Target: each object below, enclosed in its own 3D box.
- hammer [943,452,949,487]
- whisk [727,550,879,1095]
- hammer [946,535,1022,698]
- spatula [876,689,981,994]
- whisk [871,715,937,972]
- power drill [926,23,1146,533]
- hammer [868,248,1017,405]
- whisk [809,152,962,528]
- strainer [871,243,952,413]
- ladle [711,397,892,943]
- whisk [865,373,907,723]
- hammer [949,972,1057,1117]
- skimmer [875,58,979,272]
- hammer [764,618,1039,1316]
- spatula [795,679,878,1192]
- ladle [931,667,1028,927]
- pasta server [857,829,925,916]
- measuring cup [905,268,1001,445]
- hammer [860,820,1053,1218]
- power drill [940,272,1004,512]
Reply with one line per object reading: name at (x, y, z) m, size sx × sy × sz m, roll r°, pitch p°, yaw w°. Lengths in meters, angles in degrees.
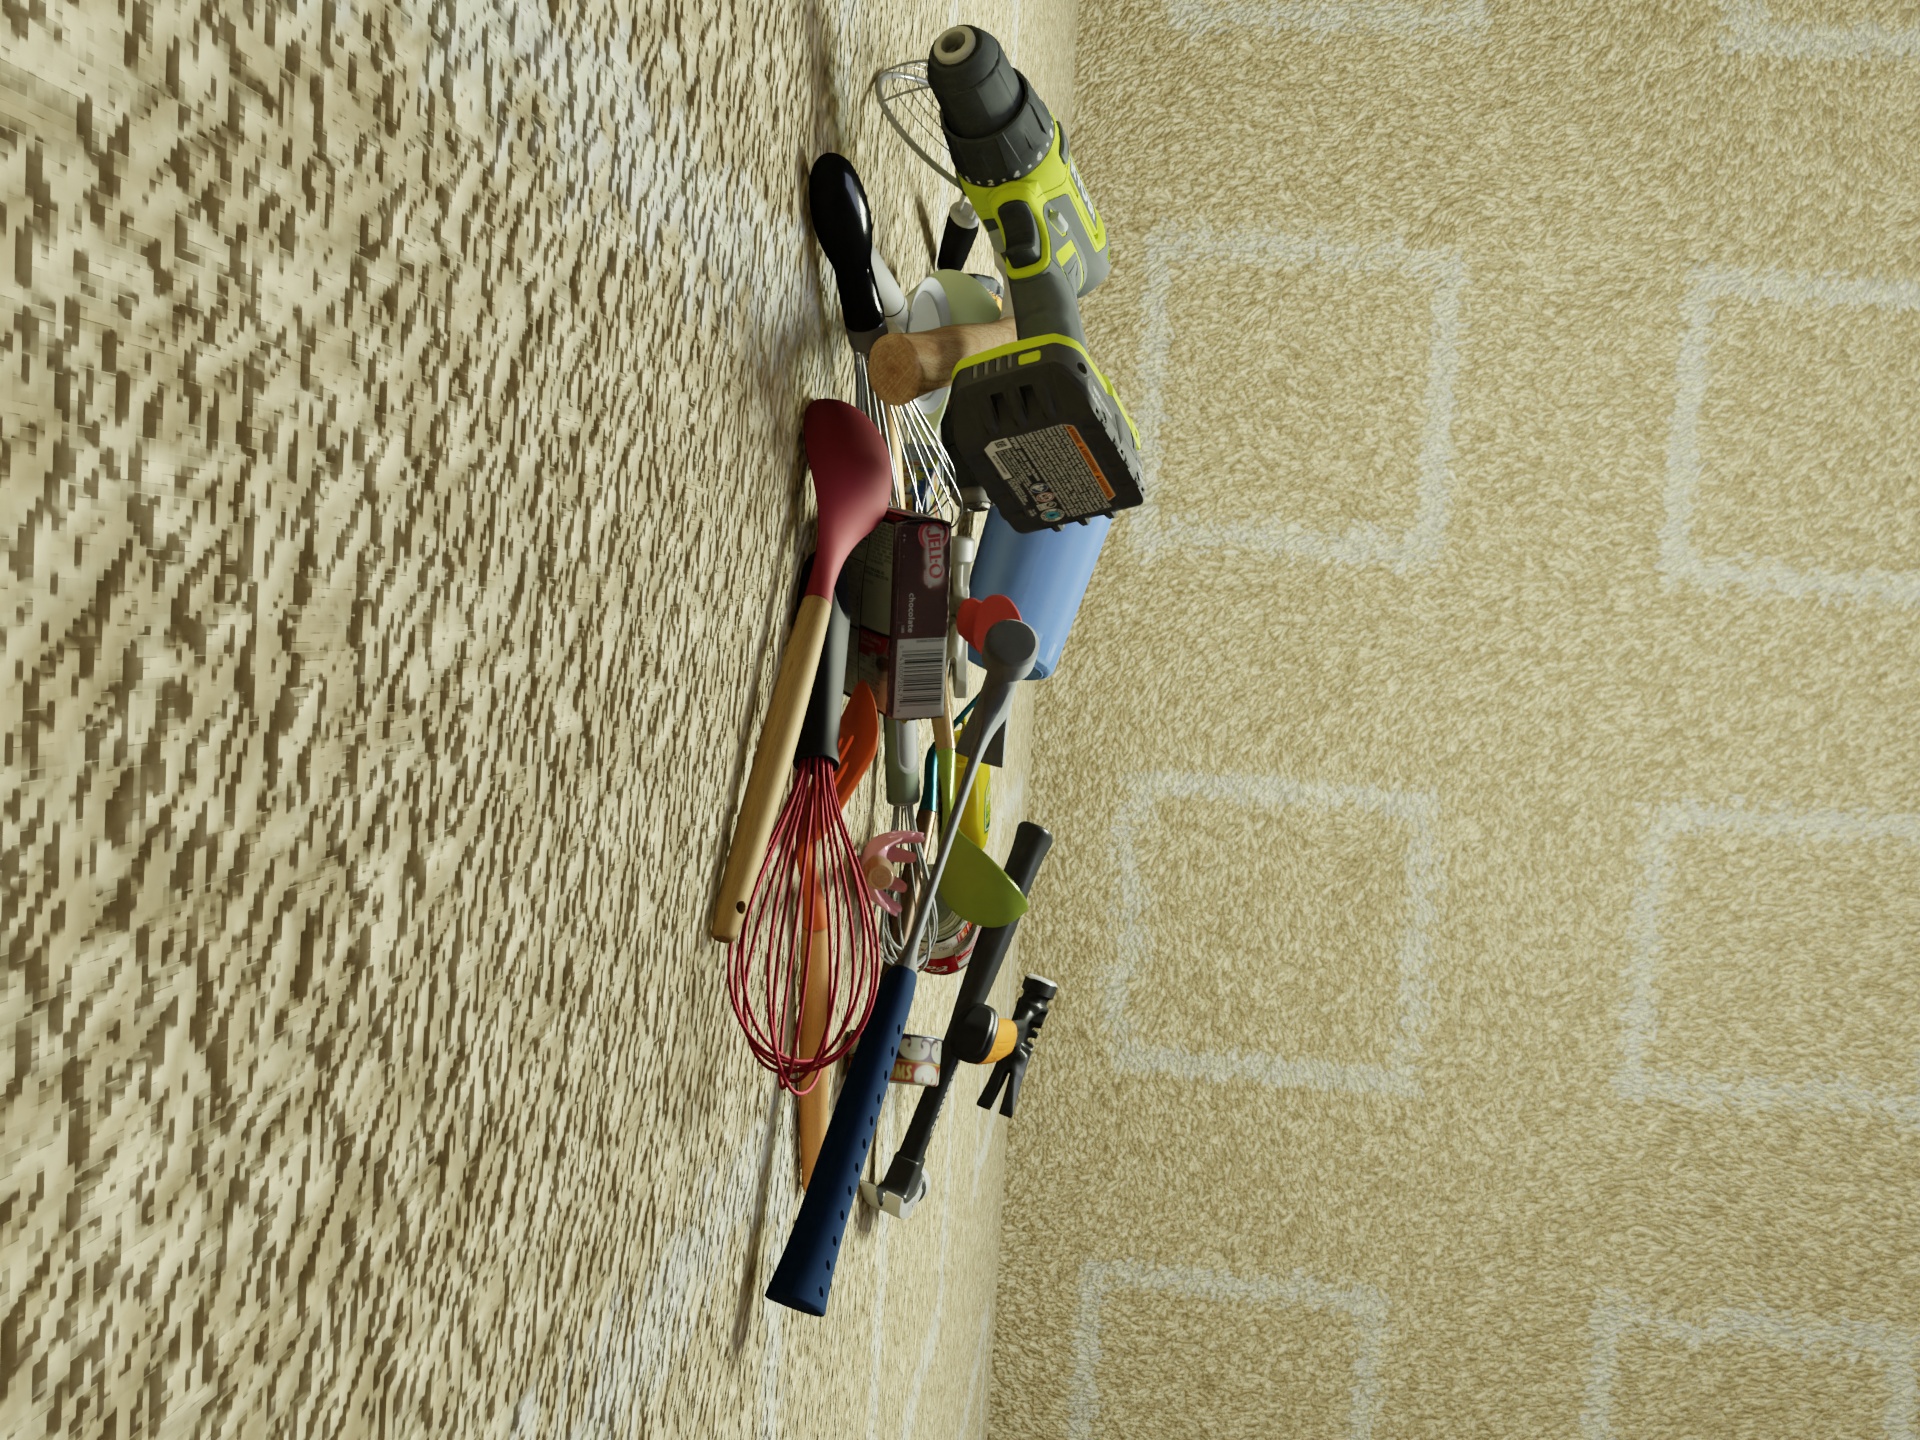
hammer at (0.023, -0.311, 1.582) m, size 0.409 × 0.036 × 0.149 m, roll -73°, pitch 165°, yaw -64°
whisk at (-0.072, 0.039, 0.787) m, size 0.073 × 0.073 × 0.296 m, roll 83°, pitch 6°, yaw -61°
hammer at (0.010, -0.071, 1.292) m, size 0.359 × 0.036 × 0.149 m, roll -125°, pitch -144°, yaw -80°
spatula at (-0.021, 0.099, 1.258) m, size 0.082 × 0.044 × 0.318 m, roll 137°, pitch -33°, yaw -68°
whisk at (-0.041, 0.066, 1.159) m, size 0.059 × 0.057 × 0.246 m, roll 13°, pitch -72°, yaw 53°
power drill at (0.035, -0.236, 0.854) m, size 0.190 × 0.080 × 0.229 m, roll 45°, pitch 37°, yaw -59°
hammer at (0.007, -0.216, 0.938) m, size 0.331 × 0.031 × 0.130 m, roll -50°, pitch 136°, yaw -68°
whisk at (-0.047, -0.196, 0.897) m, size 0.284 × 0.070 × 0.070 m, roll 78°, pitch 16°, yaw -53°
strainer at (-0.042, -0.251, 0.966) m, size 0.258 × 0.050 × 0.087 m, roll 33°, pitch 64°, yaw -77°
ladle at (-0.078, -0.037, 0.780) m, size 0.069 × 0.031 × 0.316 m, roll 40°, pitch 49°, yaw -39°
whisk at (-0.043, -0.107, 1.043) m, size 0.047 × 0.051 × 0.244 m, roll -65°, pitch 156°, yaw -59°
hammer at (0.029, 0.261, 1.275) m, size 0.336 × 0.034 × 0.127 m, roll 52°, pitch 58°, yaw -76°
skimmer at (-0.010, -0.354, 1.110) m, size 0.090 × 0.127 × 0.363 m, roll -50°, pitch -177°, yaw -5°
hammer at (-0.030, 0.140, 0.935) m, size 0.144 × 0.035 × 0.406 m, roll 104°, pitch 5°, yaw -63°
spatula at (-0.073, 0.136, 0.901) m, size 0.081 × 0.041 × 0.322 m, roll -112°, pitch -157°, yaw -64°
ladle at (-0.002, -0.004, 1.177) m, size 0.078 × 0.062 × 0.320 m, roll 96°, pitch -13°, yaw -71°
pasta server at (-0.044, 0.093, 0.979) m, size 0.316 × 0.040 × 0.060 m, roll 132°, pitch -24°, yaw -85°
measuring cup at (-0.021, -0.243, 1.135) m, size 0.038 × 0.083 × 0.167 m, roll -45°, pitch 167°, yaw -37°
hammer at (0.002, 0.240, 1.283) m, size 0.146 × 0.035 × 0.335 m, roll 38°, pitch 73°, yaw -77°
power drill at (0.033, -0.252, 1.339) m, size 0.226 × 0.084 × 0.185 m, roll 15°, pitch 72°, yaw -72°
